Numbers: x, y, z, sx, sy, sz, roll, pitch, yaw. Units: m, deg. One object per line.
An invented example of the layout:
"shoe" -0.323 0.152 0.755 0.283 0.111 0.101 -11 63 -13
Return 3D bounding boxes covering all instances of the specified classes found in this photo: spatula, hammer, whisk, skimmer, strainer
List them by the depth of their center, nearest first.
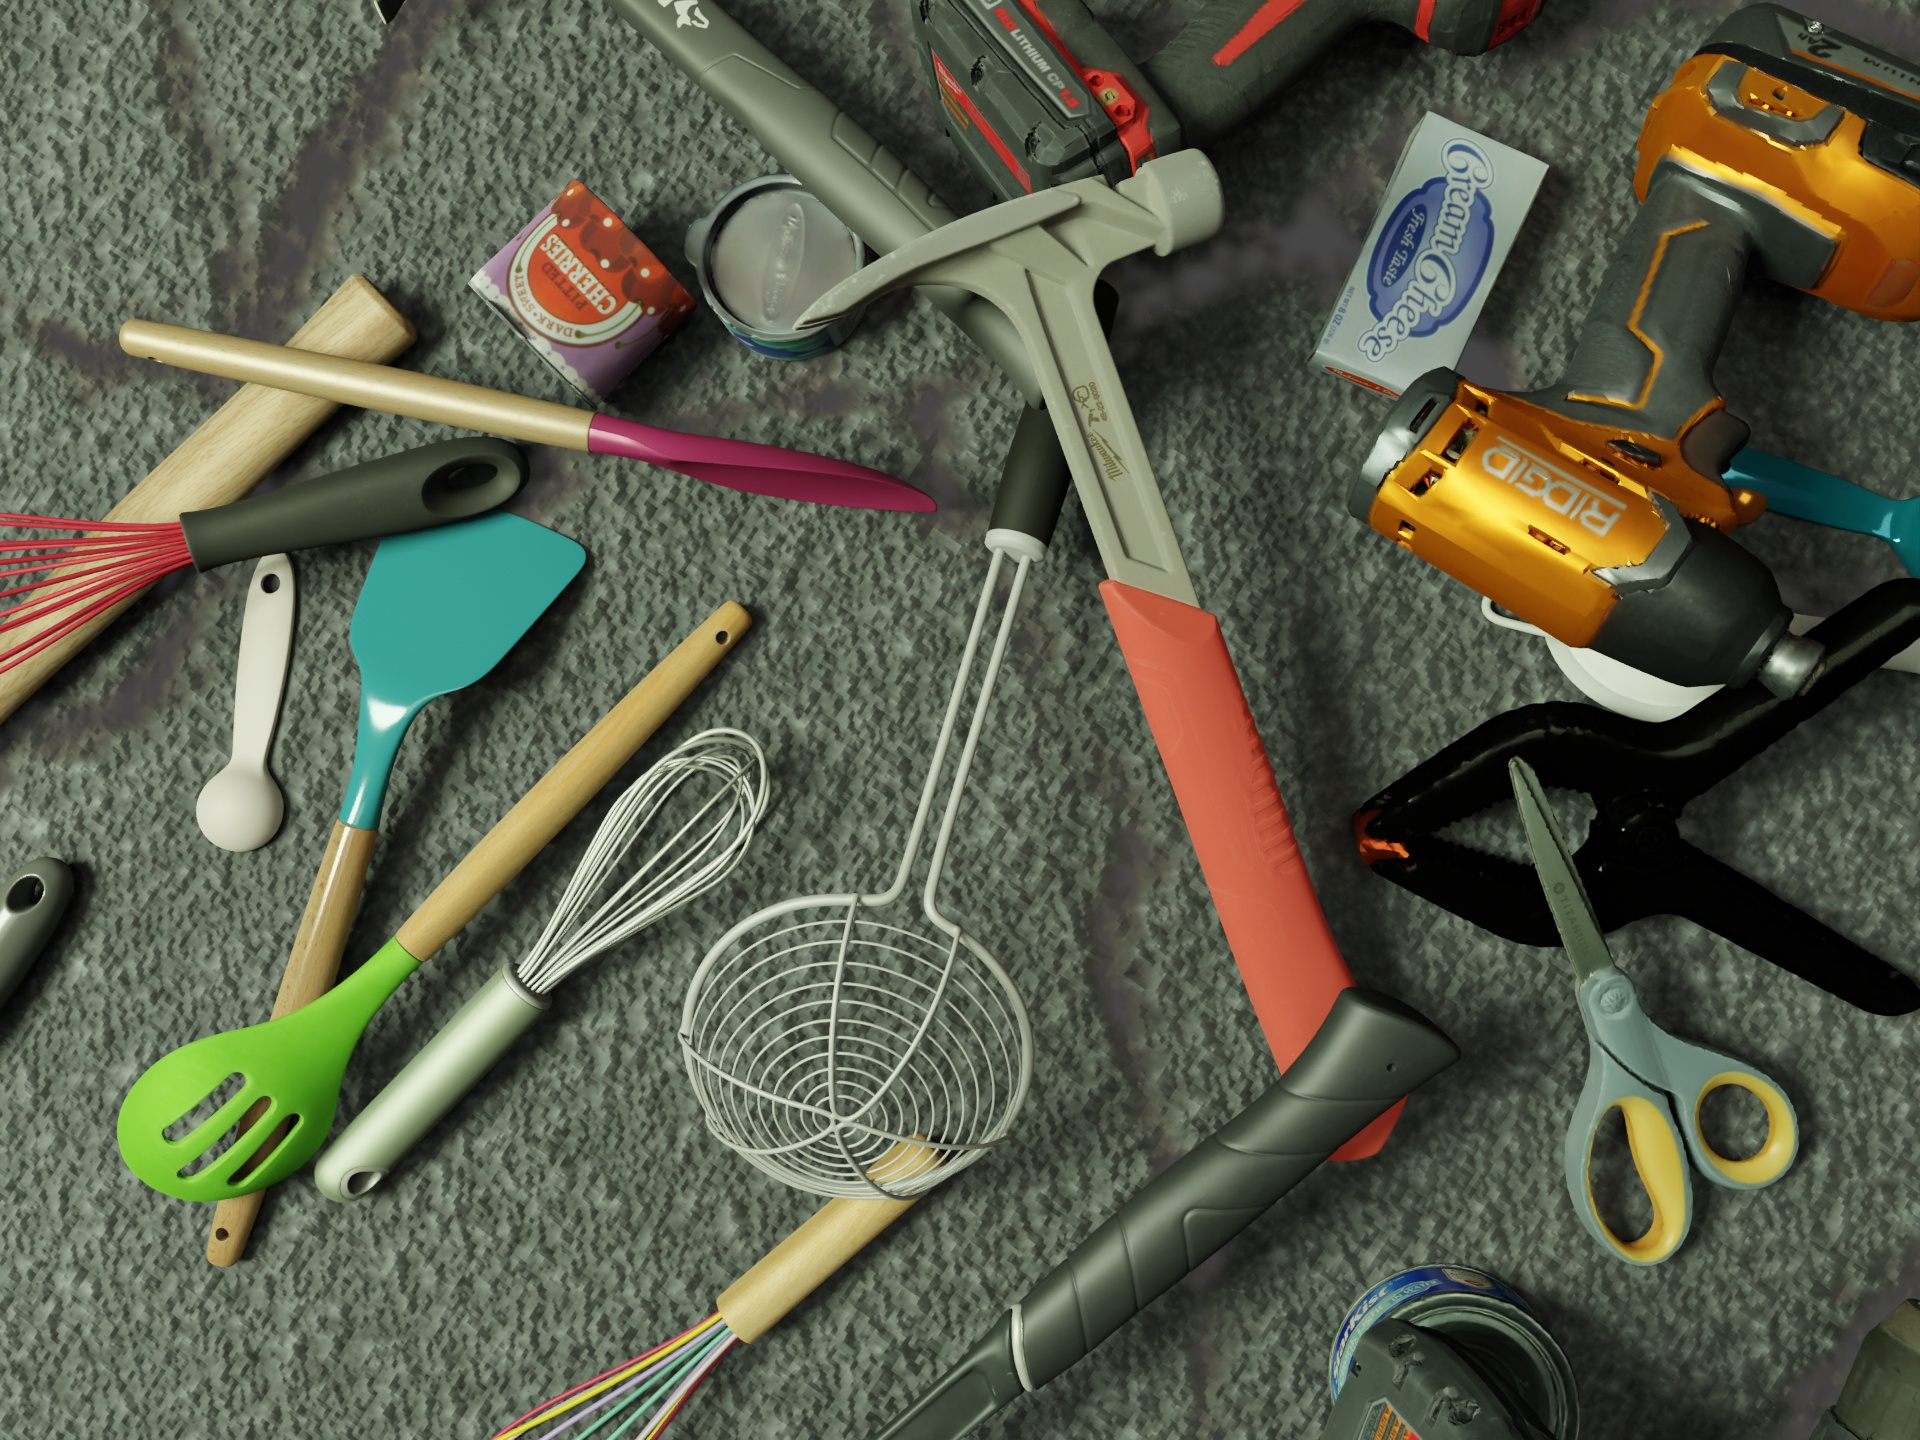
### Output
"hammer" 0.010 0.238 0.559 0.409 0.036 0.149 -41 101 2
"hammer" 0.073 -0.004 0.559 0.149 0.037 0.359 -22 101 -8
"whisk" -0.307 -0.062 0.592 0.296 0.073 0.073 -17 86 -18
"strainer" 0.330 -0.033 0.592 0.258 0.050 0.087 8 73 1
"hammer" -0.080 -0.235 0.600 0.146 0.035 0.335 -43 79 -12
"skimmer" -0.001 -0.002 0.603 0.127 0.090 0.363 18 74 -3
"whisk" -0.105 0.241 0.604 0.245 0.051 0.047 -40 80 -2
"whisk" -0.163 0.097 0.616 0.246 0.057 0.059 -46 51 3
"whisk" -0.429 0.154 0.629 0.055 0.055 0.239 33 85 5
"spatula" -0.240 0.065 0.632 0.082 0.044 0.317 19 93 5
"hammer" -0.350 -0.056 0.640 0.331 0.031 0.130 -44 86 0

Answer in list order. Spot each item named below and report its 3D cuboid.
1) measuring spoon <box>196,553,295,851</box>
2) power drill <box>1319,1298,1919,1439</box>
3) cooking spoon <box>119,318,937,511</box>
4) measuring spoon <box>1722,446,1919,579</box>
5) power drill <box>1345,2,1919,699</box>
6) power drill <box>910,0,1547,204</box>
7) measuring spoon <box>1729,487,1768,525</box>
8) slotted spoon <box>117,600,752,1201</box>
"measuring spoon" -0.286 -0.009 0.639 0.034 0.018 0.124 6 87 4
"power drill" 0.239 0.268 0.534 0.226 0.080 0.188 18 95 -16
"cooking spoon" -0.164 -0.115 0.606 0.319 0.069 0.017 12 88 2
"measuring spoon" 0.337 -0.083 0.600 0.128 0.021 0.042 18 88 4
"power drill" 0.266 -0.121 0.555 0.164 0.084 0.226 36 83 19
"power drill" 0.099 -0.276 0.596 0.219 0.078 0.143 -31 71 -3
"measuring spoon" 0.248 -0.092 0.606 0.117 0.021 0.011 15 76 4
"slotted spoon" -0.194 0.067 0.611 0.314 0.031 0.070 -46 118 -7
